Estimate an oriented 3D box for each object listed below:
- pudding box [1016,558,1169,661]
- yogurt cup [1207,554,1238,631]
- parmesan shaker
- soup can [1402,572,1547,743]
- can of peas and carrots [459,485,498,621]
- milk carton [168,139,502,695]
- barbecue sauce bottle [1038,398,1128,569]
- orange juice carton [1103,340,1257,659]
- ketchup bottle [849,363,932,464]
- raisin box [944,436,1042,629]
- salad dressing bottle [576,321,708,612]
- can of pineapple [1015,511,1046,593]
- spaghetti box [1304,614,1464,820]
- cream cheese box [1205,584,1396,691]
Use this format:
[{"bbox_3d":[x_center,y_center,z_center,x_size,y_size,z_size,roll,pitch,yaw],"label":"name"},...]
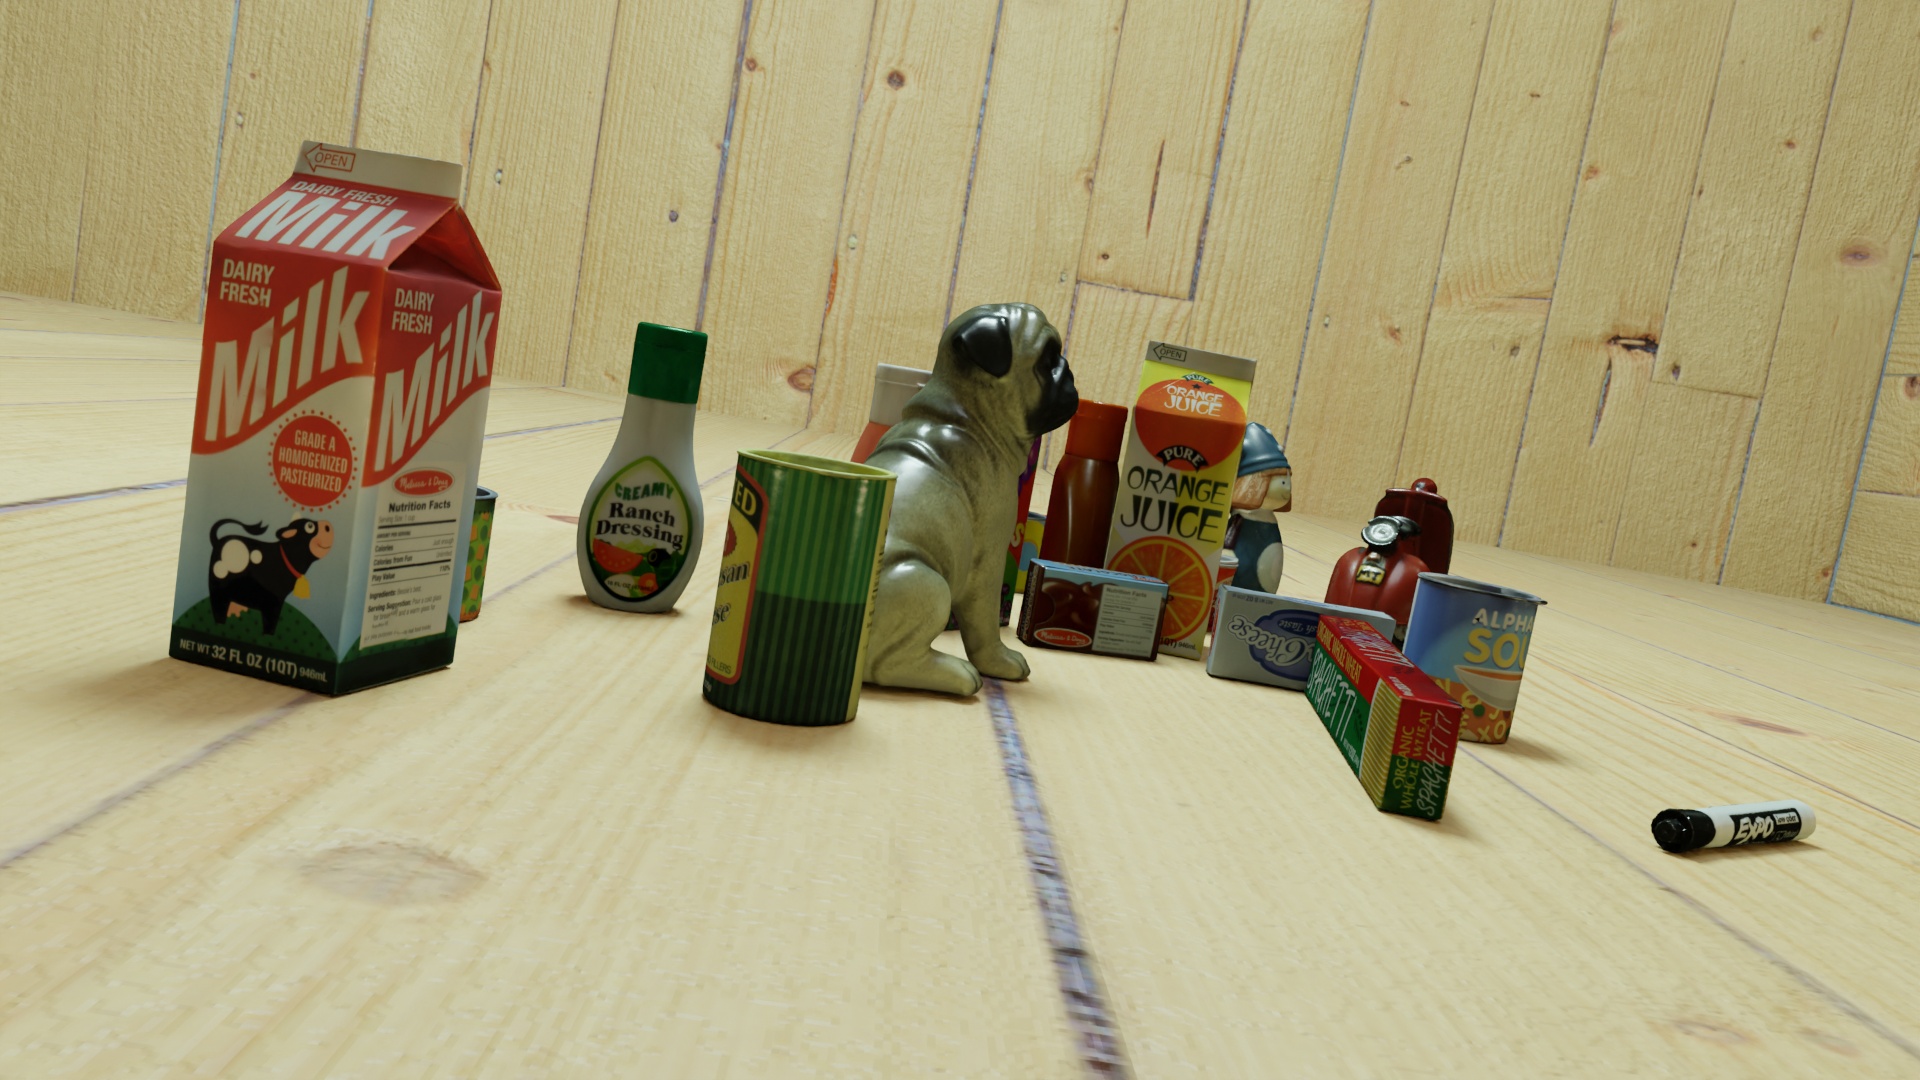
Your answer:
[{"bbox_3d":[0.079,0.041,0.833,0.084,0.049,0.030,8,6,-16],"label":"pudding box"},{"bbox_3d":[0.164,0.034,1.011,0.072,0.054,0.072,10,6,-1],"label":"yogurt cup"},{"bbox_3d":[-0.066,0.018,0.568,0.071,0.103,0.071,10,6,-1],"label":"parmesan shaker"},{"bbox_3d":[0.285,0.066,0.781,0.071,0.083,0.071,10,6,-1],"label":"soup can"},{"bbox_3d":[-0.249,0.002,0.628,0.071,0.058,0.071,10,6,-1],"label":"can of peas and carrots"},{"bbox_3d":[-0.225,-0.048,0.511,0.072,0.190,0.073,11,6,13],"label":"milk carton"},{"bbox_3d":[0.080,-0.019,0.926,0.044,0.148,0.065,9,6,-13],"label":"barbecue sauce bottle"},{"bbox_3d":[0.138,-0.028,0.893,0.072,0.192,0.073,11,6,9],"label":"orange juice carton"},{"bbox_3d":[-0.046,-0.035,0.872,0.043,0.148,0.065,15,8,42],"label":"ketchup bottle"},{"bbox_3d":[0.003,-0.011,0.844,0.040,0.123,0.086,14,7,35],"label":"raisin box"},{"bbox_3d":[-0.161,-0.038,0.723,0.064,0.147,0.044,9,6,-10],"label":"salad dressing bottle"},{"bbox_3d":[0.032,0.005,1.048,0.071,0.057,0.071,10,6,-1],"label":"can of pineapple"},{"bbox_3d":[0.204,0.079,0.691,0.029,0.050,0.250,11,6,6],"label":"spaghetti box"},{"bbox_3d":[0.201,0.062,0.825,0.104,0.053,0.024,10,6,-2],"label":"cream cheese box"}]
